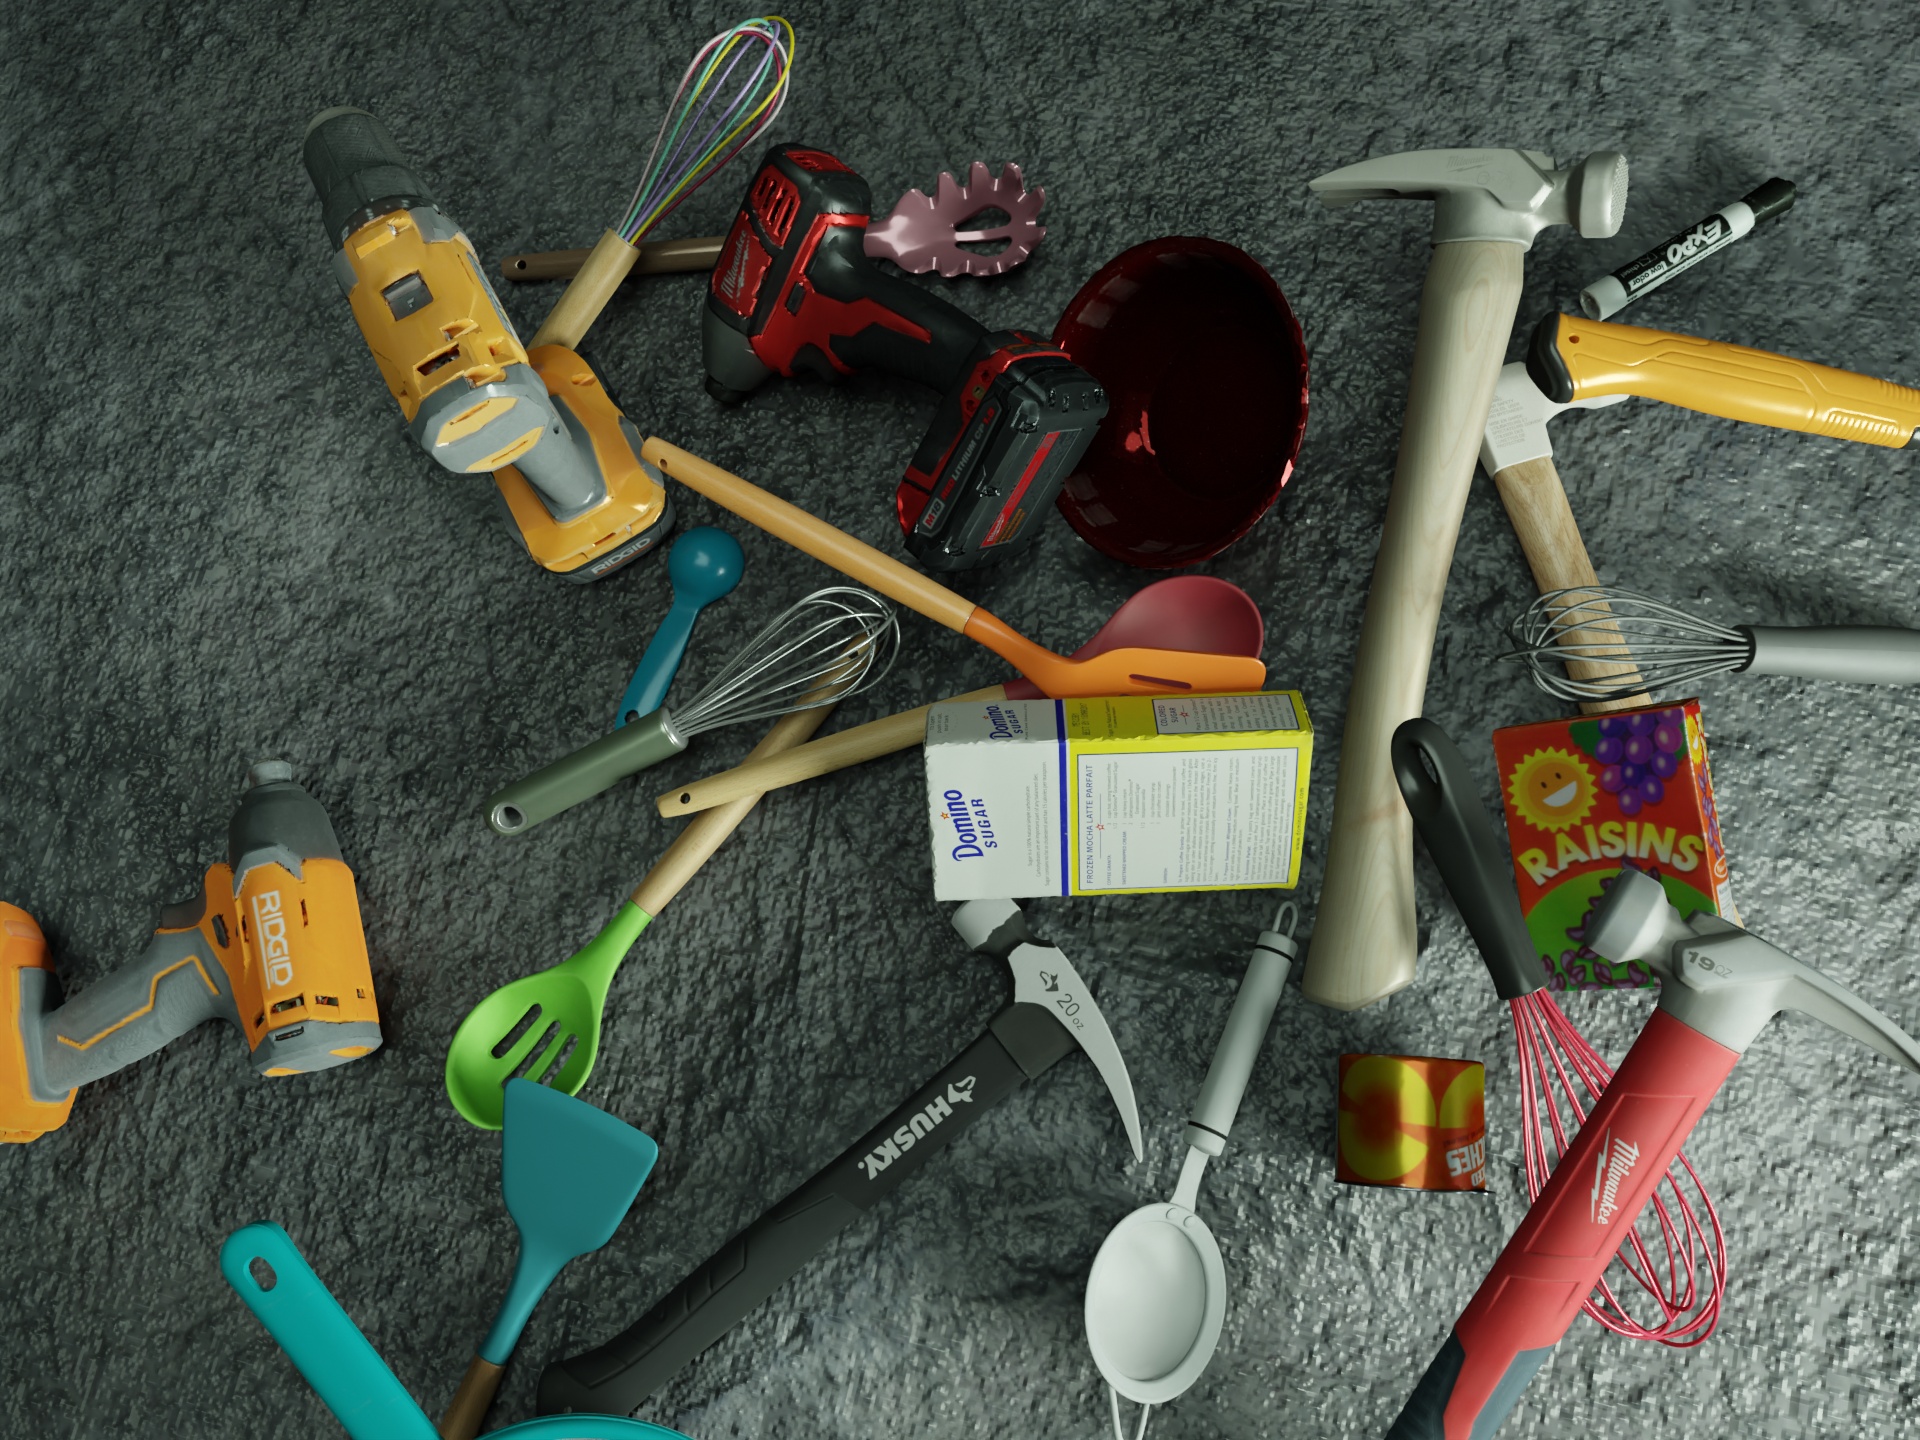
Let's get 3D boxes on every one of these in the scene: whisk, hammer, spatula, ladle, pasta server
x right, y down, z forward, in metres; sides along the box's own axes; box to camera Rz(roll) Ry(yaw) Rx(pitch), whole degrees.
[{"bbox_3d":[-0.169,-0.279,0.866,0.047,0.051,0.245,40,103,3],"label":"whisk"},{"bbox_3d":[-0.064,0.238,0.759,0.335,0.035,0.146,-40,74,-2],"label":"hammer"},{"bbox_3d":[-0.240,0.330,0.757,0.082,0.044,0.317,23,82,7],"label":"spatula"},{"bbox_3d":[-0.001,-0.003,0.801,0.315,0.031,0.069,-17,79,0],"label":"ladle"},{"bbox_3d":[0.309,-0.020,0.769,0.130,0.031,0.331,-16,75,4],"label":"hammer"},{"bbox_3d":[0.444,-0.155,0.762,0.337,0.034,0.127,12,79,4],"label":"hammer"},{"bbox_3d":[-0.108,-0.265,0.885,0.316,0.040,0.060,-2,91,9],"label":"pasta server"},{"bbox_3d":[0.206,-0.069,0.760,0.146,0.038,0.410,10,89,30],"label":"hammer"},{"bbox_3d":[-0.140,-0.001,0.815,0.246,0.059,0.057,-26,111,10],"label":"whisk"},{"bbox_3d":[0.238,0.261,0.653,0.143,0.038,0.386,31,99,17],"label":"hammer"},{"bbox_3d":[-0.013,-0.063,0.770,0.322,0.081,0.041,29,38,9],"label":"spatula"},{"bbox_3d":[0.255,0.136,0.699,0.073,0.073,0.296,-22,86,2],"label":"whisk"},{"bbox_3d":[0.358,-0.031,0.732,0.239,0.055,0.055,1,76,-13],"label":"whisk"}]

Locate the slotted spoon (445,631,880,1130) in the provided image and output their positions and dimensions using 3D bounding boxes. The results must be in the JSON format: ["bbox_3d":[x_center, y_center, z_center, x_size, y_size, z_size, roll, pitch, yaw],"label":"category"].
[{"bbox_3d":[-0.144,0.077,0.814,0.070,0.031,0.314,38,82,14],"label":"slotted spoon"}]

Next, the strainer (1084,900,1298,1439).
[{"bbox_3d":[0.110,0.202,0.740,0.086,0.050,0.258,34,72,-29],"label":"strainer"}]

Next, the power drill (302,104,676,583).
[{"bbox_3d":[-0.234,-0.179,0.784,0.084,0.226,0.185,-30,74,0],"label":"power drill"}]

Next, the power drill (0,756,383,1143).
[{"bbox_3d":[-0.421,0.119,0.817,0.226,0.084,0.164,-16,74,0],"label":"power drill"}]

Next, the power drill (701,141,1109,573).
[{"bbox_3d":[-0.045,-0.180,0.819,0.220,0.078,0.143,43,121,18],"label":"power drill"}]

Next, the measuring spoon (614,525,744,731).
[{"bbox_3d":[-0.156,-0.048,0.846,0.042,0.021,0.129,21,79,12],"label":"measuring spoon"}]

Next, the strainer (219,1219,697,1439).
[{"bbox_3d":[-0.198,0.350,0.702,0.211,0.095,0.340,-41,85,-2],"label":"strainer"}]
